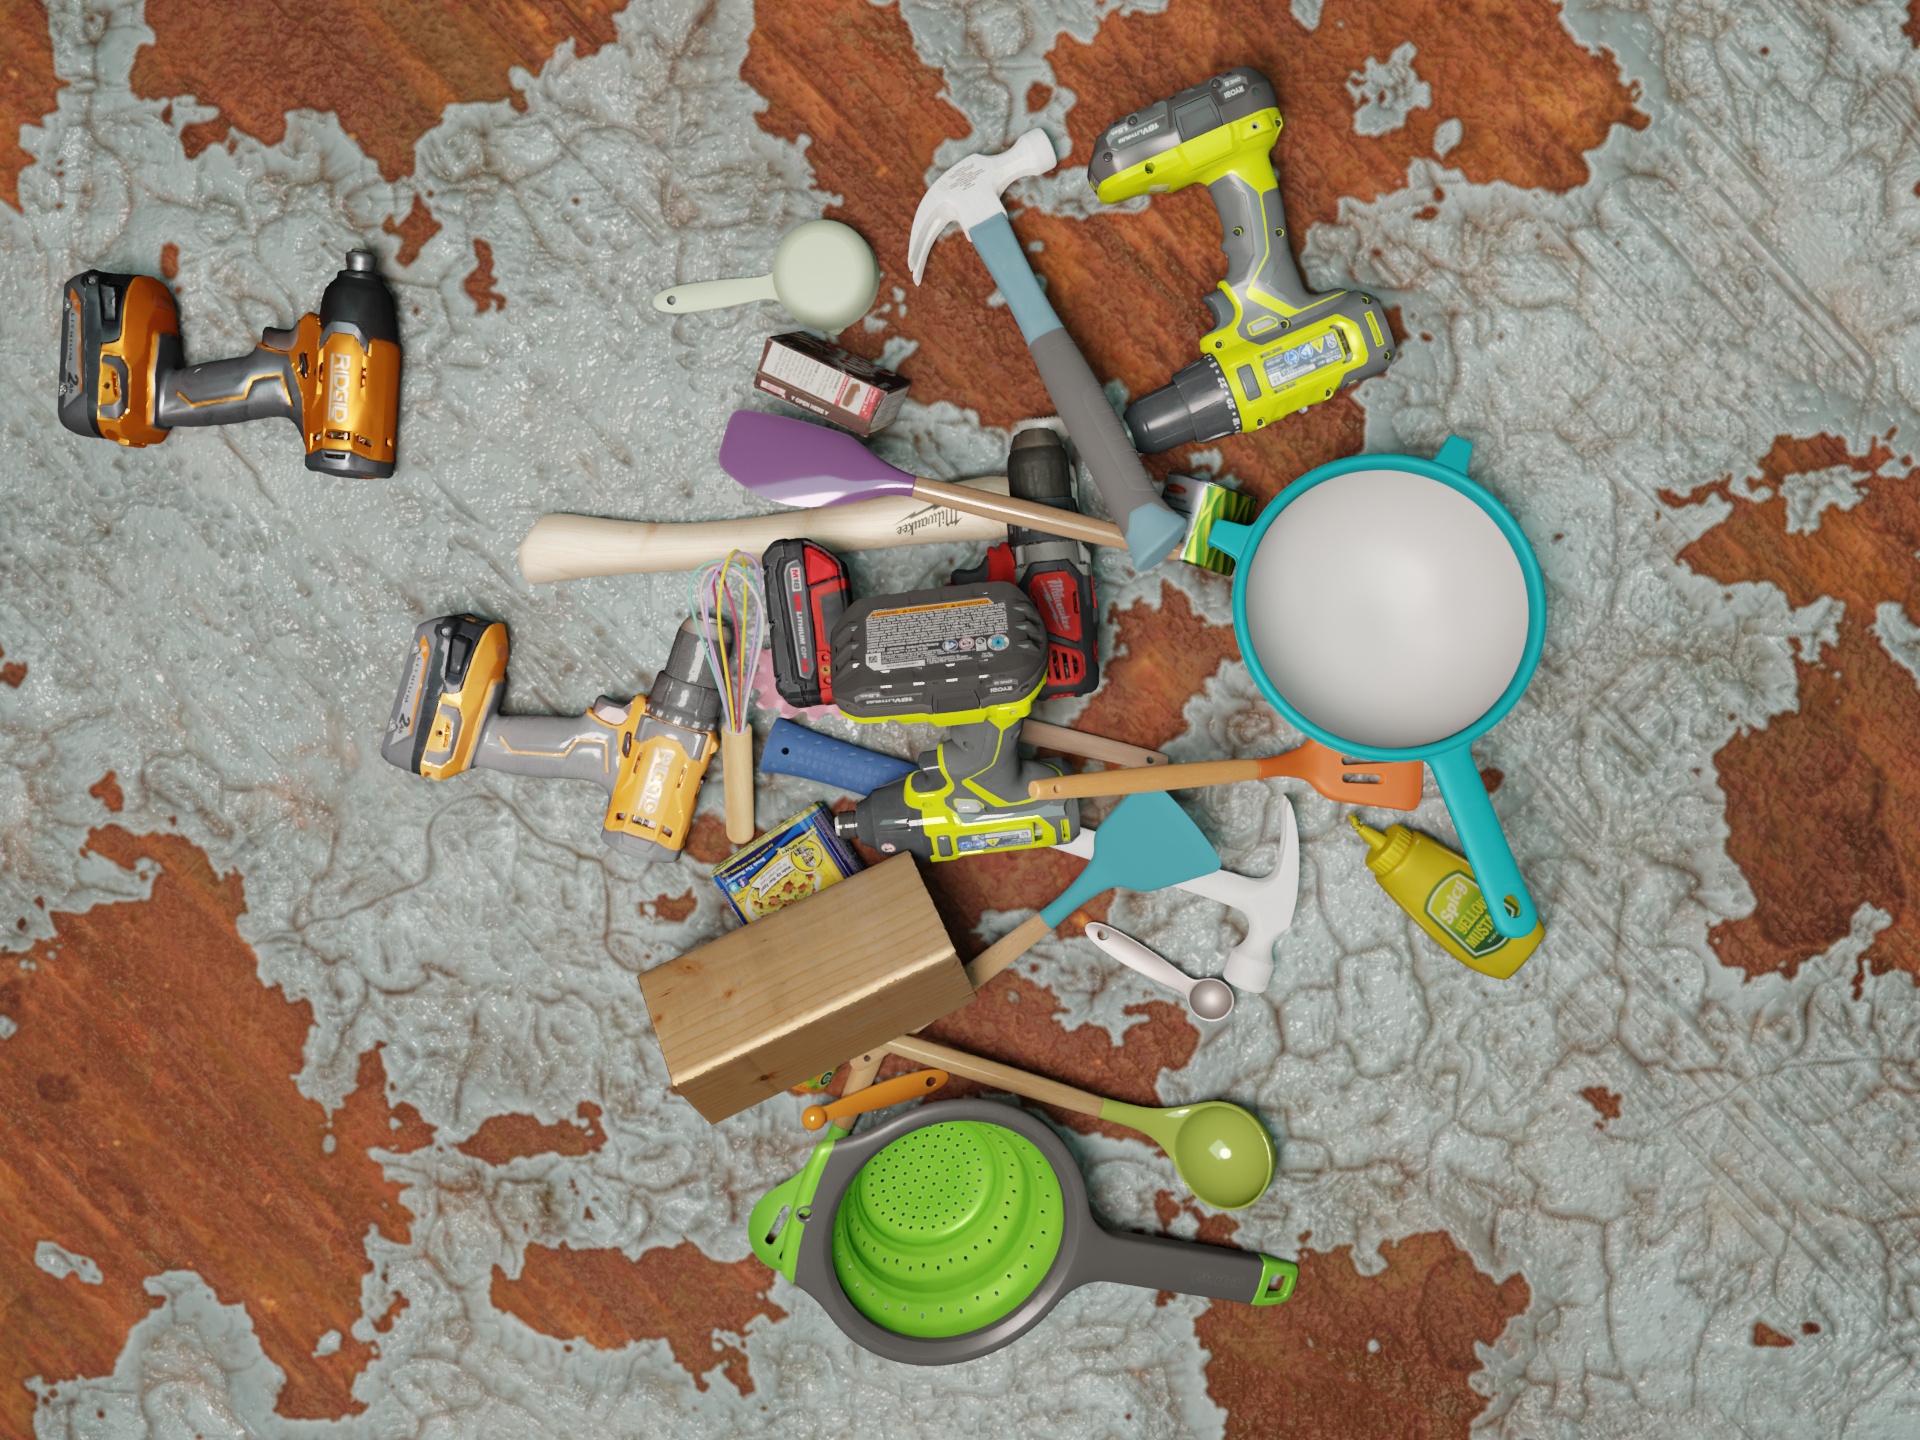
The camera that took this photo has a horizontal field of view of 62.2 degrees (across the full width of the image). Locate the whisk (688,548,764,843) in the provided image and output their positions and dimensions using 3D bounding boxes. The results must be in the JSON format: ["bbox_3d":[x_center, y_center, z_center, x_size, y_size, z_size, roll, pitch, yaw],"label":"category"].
[{"bbox_3d":[-0.162,-0.010,1.126,0.051,0.047,0.244,-6,125,-14],"label":"whisk"}]

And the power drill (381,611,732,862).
[{"bbox_3d":[-0.285,-0.014,1.165,0.226,0.084,0.185,18,96,-3],"label":"power drill"}]

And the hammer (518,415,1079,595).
[{"bbox_3d":[-0.117,-0.127,1.163,0.410,0.038,0.146,-6,97,5],"label":"hammer"}]

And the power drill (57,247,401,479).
[{"bbox_3d":[-0.521,-0.267,1.155,0.226,0.084,0.164,6,95,-1],"label":"power drill"}]

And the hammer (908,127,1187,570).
[{"bbox_3d":[0.066,-0.249,1.081,0.128,0.033,0.331,-26,72,3],"label":"hammer"}]

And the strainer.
[{"bbox_3d":[0.310,-0.012,1.099,0.211,0.095,0.340,-20,84,-3],"label":"strainer"}]

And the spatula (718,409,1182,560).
[{"bbox_3d":[-0.006,-0.148,1.064,0.316,0.018,0.060,13,79,0],"label":"spatula"}]

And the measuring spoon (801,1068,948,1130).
[{"bbox_3d":[-0.062,0.284,1.193,0.117,0.011,0.021,-14,105,-16],"label":"measuring spoon"}]

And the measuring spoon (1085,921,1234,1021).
[{"bbox_3d":[0.149,0.183,1.190,0.124,0.018,0.034,30,108,7],"label":"measuring spoon"}]

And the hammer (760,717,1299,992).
[{"bbox_3d":[0.053,0.072,1.172,0.405,0.035,0.144,18,97,2],"label":"hammer"}]

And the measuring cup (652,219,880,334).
[{"bbox_3d":[-0.142,-0.314,1.143,0.167,0.038,0.083,-8,95,2],"label":"measuring cup"}]

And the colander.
[{"bbox_3d":[0.060,0.374,1.186,0.397,0.094,0.204,14,98,-16],"label":"colander"}]

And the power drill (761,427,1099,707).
[{"bbox_3d":[-0.019,-0.100,1.105,0.226,0.080,0.188,-6,91,1],"label":"power drill"}]

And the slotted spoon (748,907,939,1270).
[{"bbox_3d":[-0.082,0.283,1.207,0.070,0.031,0.314,22,95,-5],"label":"slotted spoon"}]

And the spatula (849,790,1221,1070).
[{"bbox_3d":[0.040,0.161,1.145,0.317,0.044,0.082,-39,96,12],"label":"spatula"}]

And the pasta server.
[{"bbox_3d":[-0.002,-0.004,1.167,0.316,0.040,0.060,13,92,1],"label":"pasta server"}]

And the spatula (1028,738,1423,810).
[{"bbox_3d":[0.190,0.035,1.099,0.322,0.041,0.081,-4,93,-30],"label":"spatula"}]

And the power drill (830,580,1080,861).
[{"bbox_3d":[-0.012,0.015,1.057,0.171,0.223,0.080,-7,52,2],"label":"power drill"}]

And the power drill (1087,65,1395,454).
[{"bbox_3d":[0.174,-0.311,1.106,0.190,0.080,0.228,-22,97,5],"label":"power drill"}]

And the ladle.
[{"bbox_3d":[0.079,0.280,1.160,0.320,0.062,0.078,19,100,-6],"label":"ladle"}]
